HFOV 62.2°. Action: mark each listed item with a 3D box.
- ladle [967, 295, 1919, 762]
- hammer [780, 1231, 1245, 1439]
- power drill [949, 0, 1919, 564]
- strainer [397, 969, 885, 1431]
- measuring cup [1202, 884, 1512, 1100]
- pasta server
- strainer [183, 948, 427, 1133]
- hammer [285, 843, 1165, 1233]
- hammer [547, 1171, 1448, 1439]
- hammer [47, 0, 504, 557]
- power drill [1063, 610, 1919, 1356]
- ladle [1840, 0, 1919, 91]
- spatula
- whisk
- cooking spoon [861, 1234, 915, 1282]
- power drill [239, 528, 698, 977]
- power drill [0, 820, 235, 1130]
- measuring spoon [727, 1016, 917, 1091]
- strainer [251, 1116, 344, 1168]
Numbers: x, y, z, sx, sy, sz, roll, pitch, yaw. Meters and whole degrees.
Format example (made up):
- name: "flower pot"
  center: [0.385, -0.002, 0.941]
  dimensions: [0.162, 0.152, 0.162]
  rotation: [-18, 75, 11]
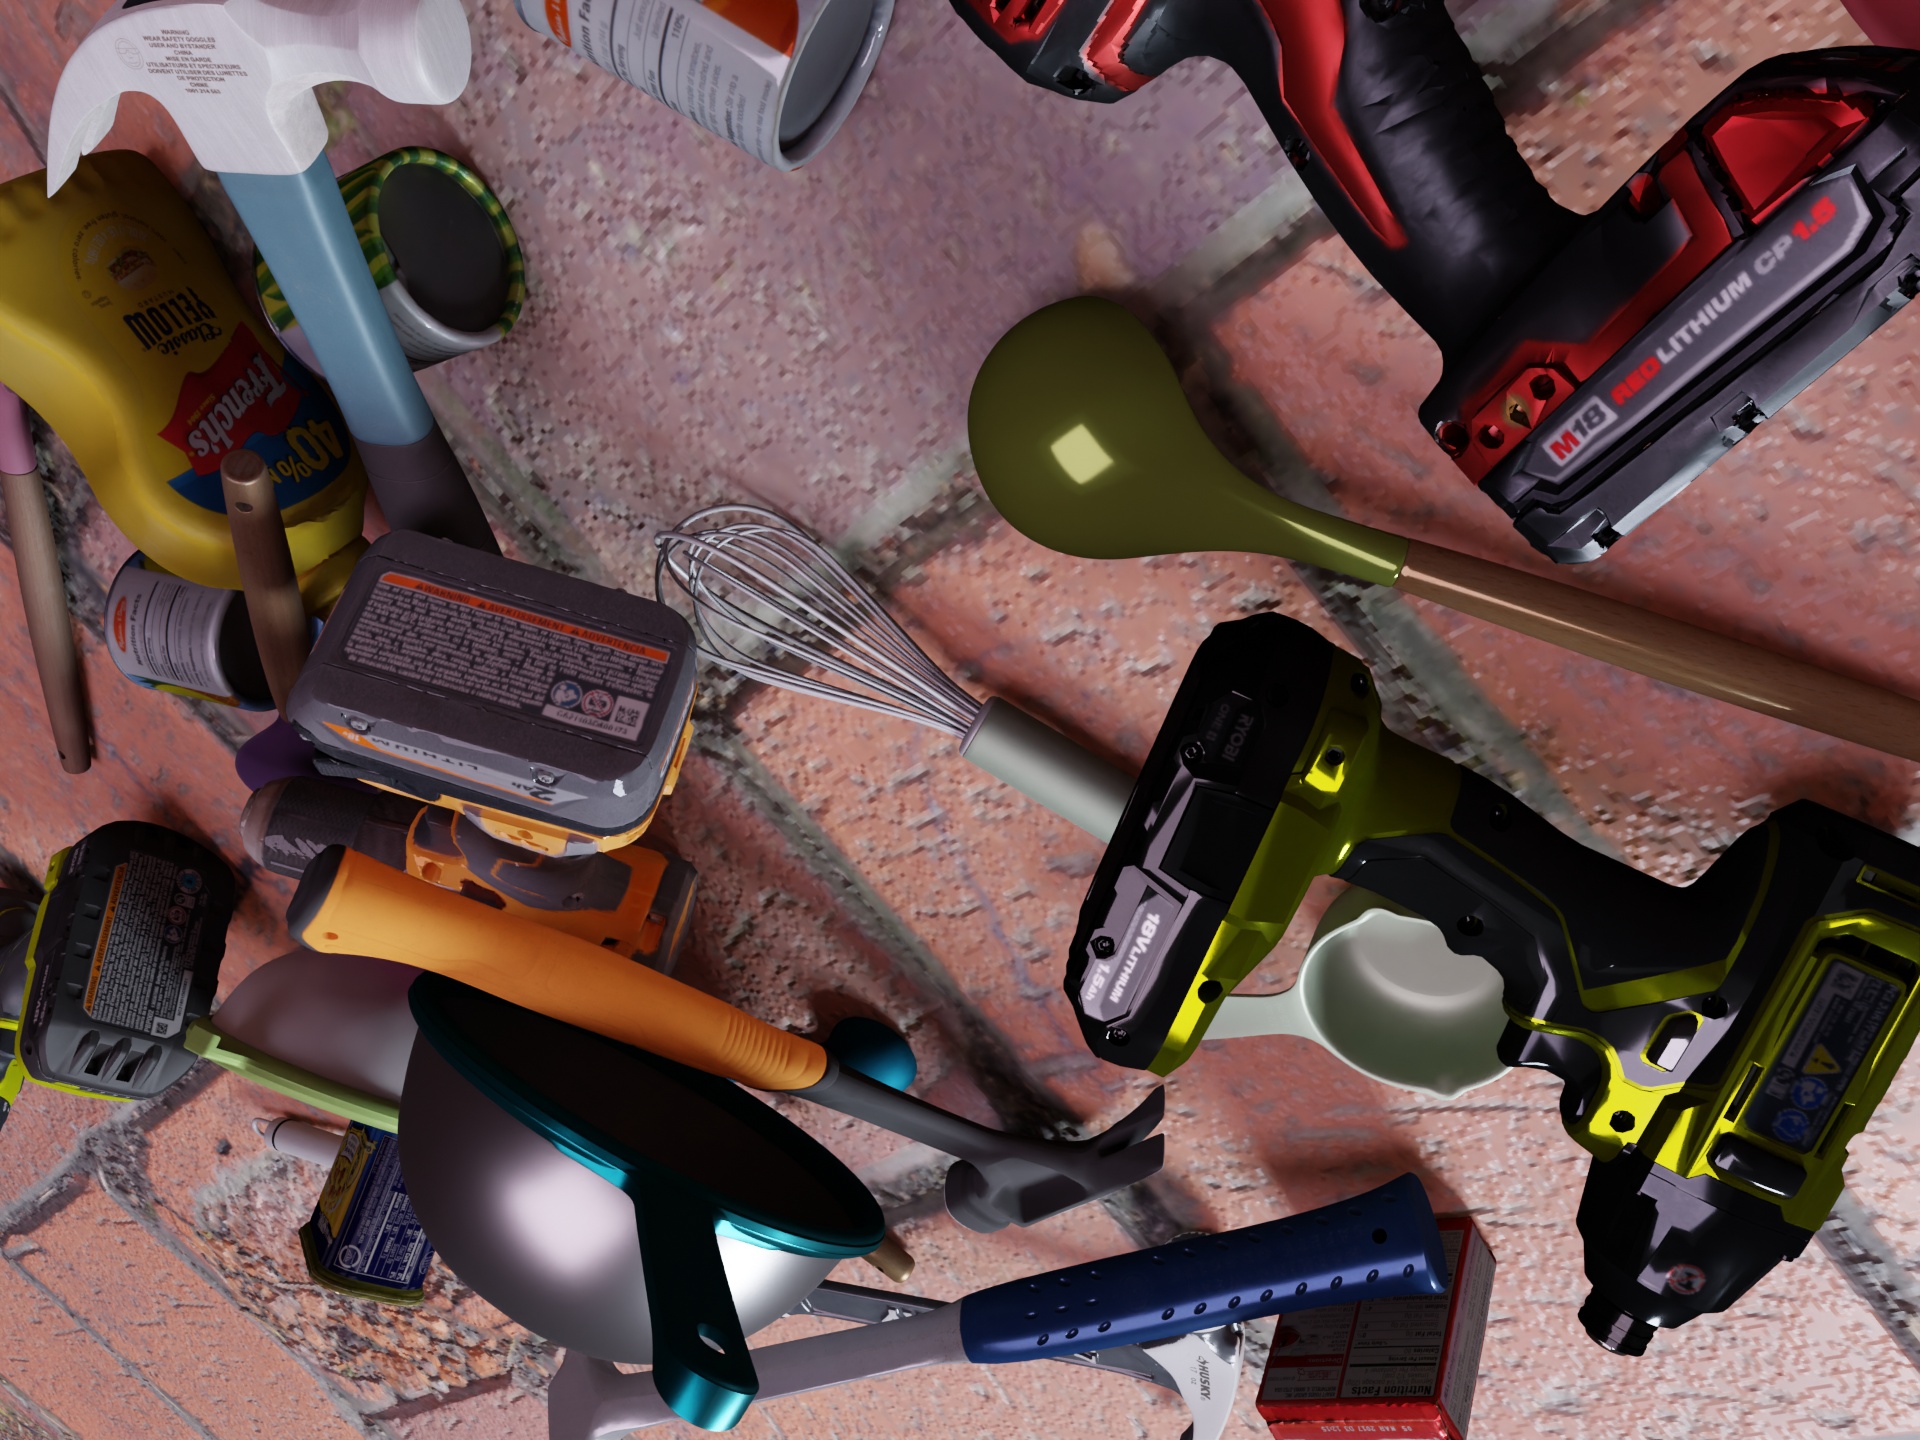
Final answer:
- name: "ladle"
  center: [0.152, -0.044, 0.456]
  dimensions: [0.320, 0.062, 0.078]
  rotation: [19, 132, 5]
- name: "hammer"
  center: [-0.069, 0.278, 0.762]
  dimensions: [0.409, 0.036, 0.149]
  rotation: [3, 122, 19]
- name: "power drill"
  center: [0.115, -0.168, 0.338]
  dimensions: [0.227, 0.080, 0.187]
  rotation: [48, 133, 8]
- name: "strainer"
  center: [-0.125, 0.193, 0.569]
  dimensions: [0.211, 0.095, 0.340]
  rotation: [31, 176, -15]
- name: "measuring cup"
  center: [0.119, 0.092, 0.563]
  dimensions: [0.167, 0.038, 0.083]
  rotation: [-10, 117, 34]
- name: "pasta server"
  center: [-0.424, -0.089, 0.710]
  dimensions: [0.060, 0.040, 0.316]
  rotation: [33, 133, 19]
- name: "strainer"
  center: [-0.236, 0.167, 0.777]
  dimensions: [0.256, 0.069, 0.151]
  rotation: [23, 168, -13]
- name: "hammer"
  center: [-0.081, 0.121, 0.598]
  dimensions: [0.336, 0.034, 0.127]
  rotation: [27, 139, -25]
- name: "hammer"
  center: [-0.005, 0.258, 0.651]
  dimensions: [0.405, 0.144, 0.035]
  rotation: [-20, 146, 21]
- name: "hammer"
  center: [-0.182, -0.087, 0.525]
  dimensions: [0.128, 0.033, 0.330]
  rotation: [7, 145, 9]
- name: "power drill"
  center: [0.151, 0.077, 0.465]
  dimensions: [0.223, 0.080, 0.171]
  rotation: [23, 101, 3]
- name: "ladle"
  center: [0.241, -0.070, 0.367]
  dimensions: [0.069, 0.031, 0.315]
  rotation: [-1, 113, 33]
- name: "spatula"
  center: [-0.260, -0.015, 0.614]
  dimensions: [0.059, 0.018, 0.315]
  rotation: [9, 155, -14]
- name: "whisk"
  center: [-0.001, -0.002, 0.557]
  dimensions: [0.246, 0.058, 0.059]
  rotation: [31, 165, 1]
- name: "cooking spoon"
  center: [-0.148, 0.167, 0.761]
  dimensions: [0.319, 0.017, 0.068]
  rotation: [40, 145, -3]
- name: "power drill"
  center: [-0.188, 0.025, 0.593]
  dimensions: [0.185, 0.084, 0.226]
  rotation: [16, 149, -3]
- name: "power drill"
  center: [-0.482, 0.160, 0.824]
  dimensions: [0.228, 0.191, 0.080]
  rotation: [-24, 144, 31]
- name: "measuring spoon"
  center: [-0.077, 0.159, 0.717]
  dimensions: [0.128, 0.021, 0.042]
  rotation: [-12, 116, 33]
- name: "strainer"
  center: [-0.309, 0.259, 0.895]
  dimensions: [0.258, 0.050, 0.086]
  rotation: [7, 124, 27]
